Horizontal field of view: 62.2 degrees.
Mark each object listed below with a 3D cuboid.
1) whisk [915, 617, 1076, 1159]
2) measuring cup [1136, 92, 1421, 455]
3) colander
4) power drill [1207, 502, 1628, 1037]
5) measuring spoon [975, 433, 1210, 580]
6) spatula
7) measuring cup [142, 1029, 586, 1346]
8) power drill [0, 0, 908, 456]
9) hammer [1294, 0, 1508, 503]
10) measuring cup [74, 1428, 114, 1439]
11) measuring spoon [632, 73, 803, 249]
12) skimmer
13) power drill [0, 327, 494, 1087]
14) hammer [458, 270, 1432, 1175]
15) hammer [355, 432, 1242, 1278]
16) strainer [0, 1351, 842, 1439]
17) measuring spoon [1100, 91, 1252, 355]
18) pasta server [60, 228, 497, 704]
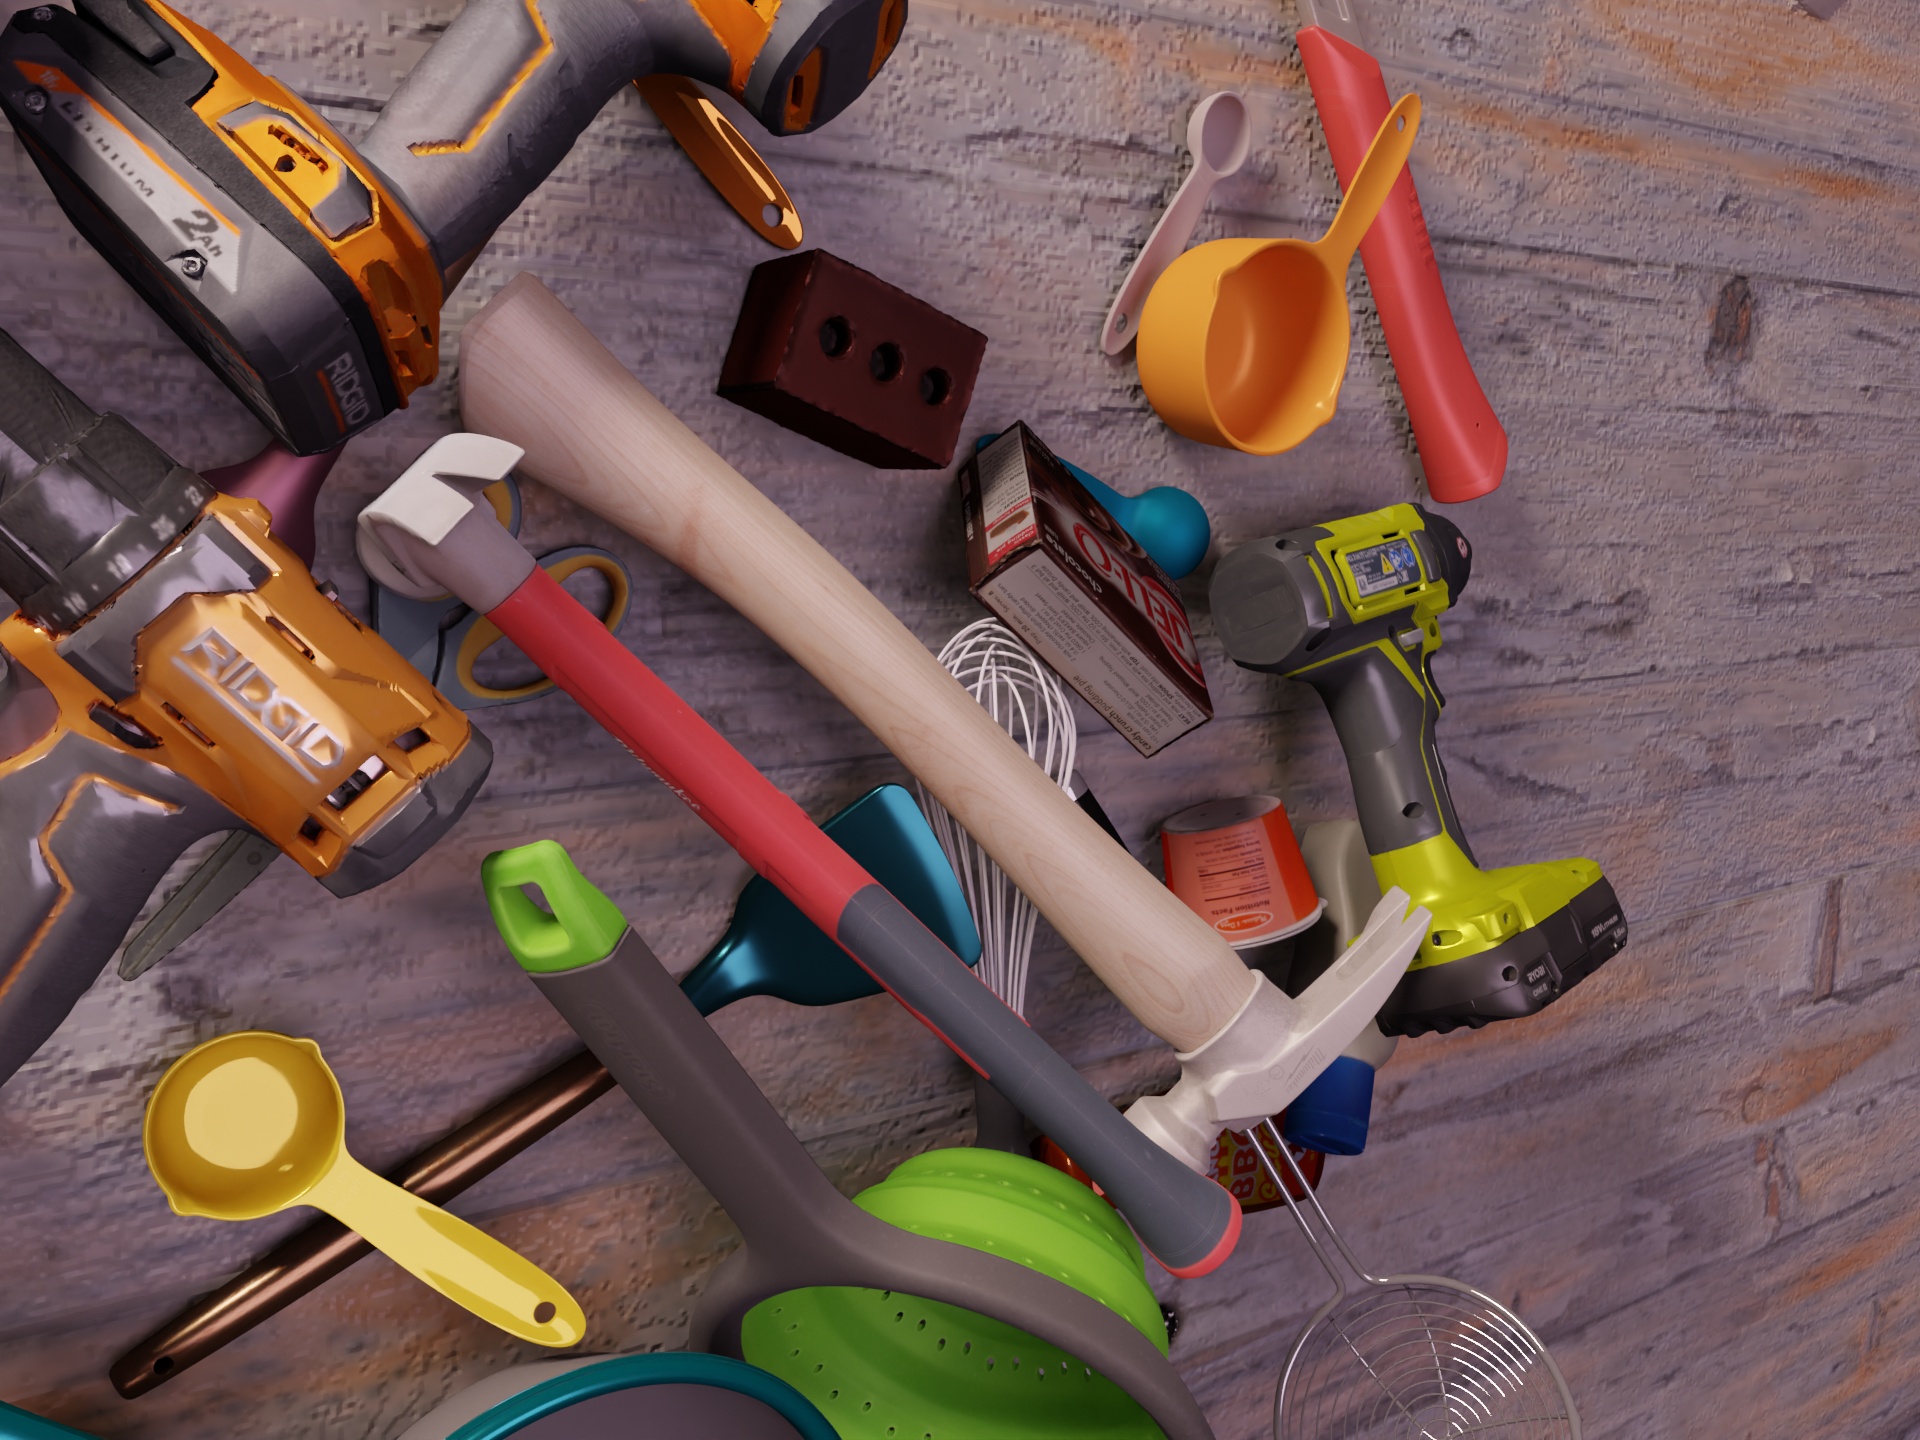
[{"bbox_3d":[0.014,0.099,0.644,0.070,0.070,0.284,-10,107,-32],"label":"whisk"},{"bbox_3d":[0.137,-0.195,0.677,0.095,0.052,0.173,37,79,-39],"label":"measuring cup"},{"bbox_3d":[-0.029,0.169,0.569,0.396,0.204,0.095,60,34,-27],"label":"colander"},{"bbox_3d":[0.211,0.014,0.716,0.171,0.080,0.223,-17,86,-43],"label":"power drill"},{"bbox_3d":[0.061,-0.092,0.665,0.128,0.021,0.042,19,86,-35],"label":"measuring spoon"},{"bbox_3d":[-0.136,0.131,0.553,0.317,0.044,0.082,-32,108,-25],"label":"spatula"},{"bbox_3d":[-0.186,0.155,0.511,0.156,0.029,0.062,40,72,-16],"label":"measuring cup"},{"bbox_3d":[-0.148,-0.201,0.458,0.164,0.084,0.226,45,71,4],"label":"power drill"},{"bbox_3d":[0.173,-0.260,0.709,0.149,0.037,0.358,-34,113,-25],"label":"hammer"},{"bbox_3d":[-0.297,0.293,0.473,0.083,0.038,0.167,26,84,-33],"label":"measuring cup"},{"bbox_3d":[-0.096,-0.209,0.556,0.116,0.011,0.021,45,75,-33],"label":"measuring spoon"},{"bbox_3d":[0.127,0.186,0.654,0.127,0.090,0.363,-29,95,15],"label":"skimmer"},{"bbox_3d":[-0.264,0.022,0.407,0.226,0.084,0.185,-43,118,-7],"label":"power drill"},{"bbox_3d":[-0.001,-0.002,0.561,0.146,0.038,0.410,-45,109,1],"label":"hammer"},{"bbox_3d":[-0.028,0.062,0.503,0.386,0.143,0.038,46,74,-20],"label":"hammer"},{"bbox_3d":[-0.182,0.265,0.509,0.340,0.095,0.211,41,73,-31],"label":"strainer"},{"bbox_3d":[0.086,-0.210,0.675,0.034,0.018,0.124,32,85,-46],"label":"measuring spoon"},{"bbox_3d":[-0.175,-0.128,0.496,0.060,0.040,0.316,37,75,-31],"label":"pasta server"}]
